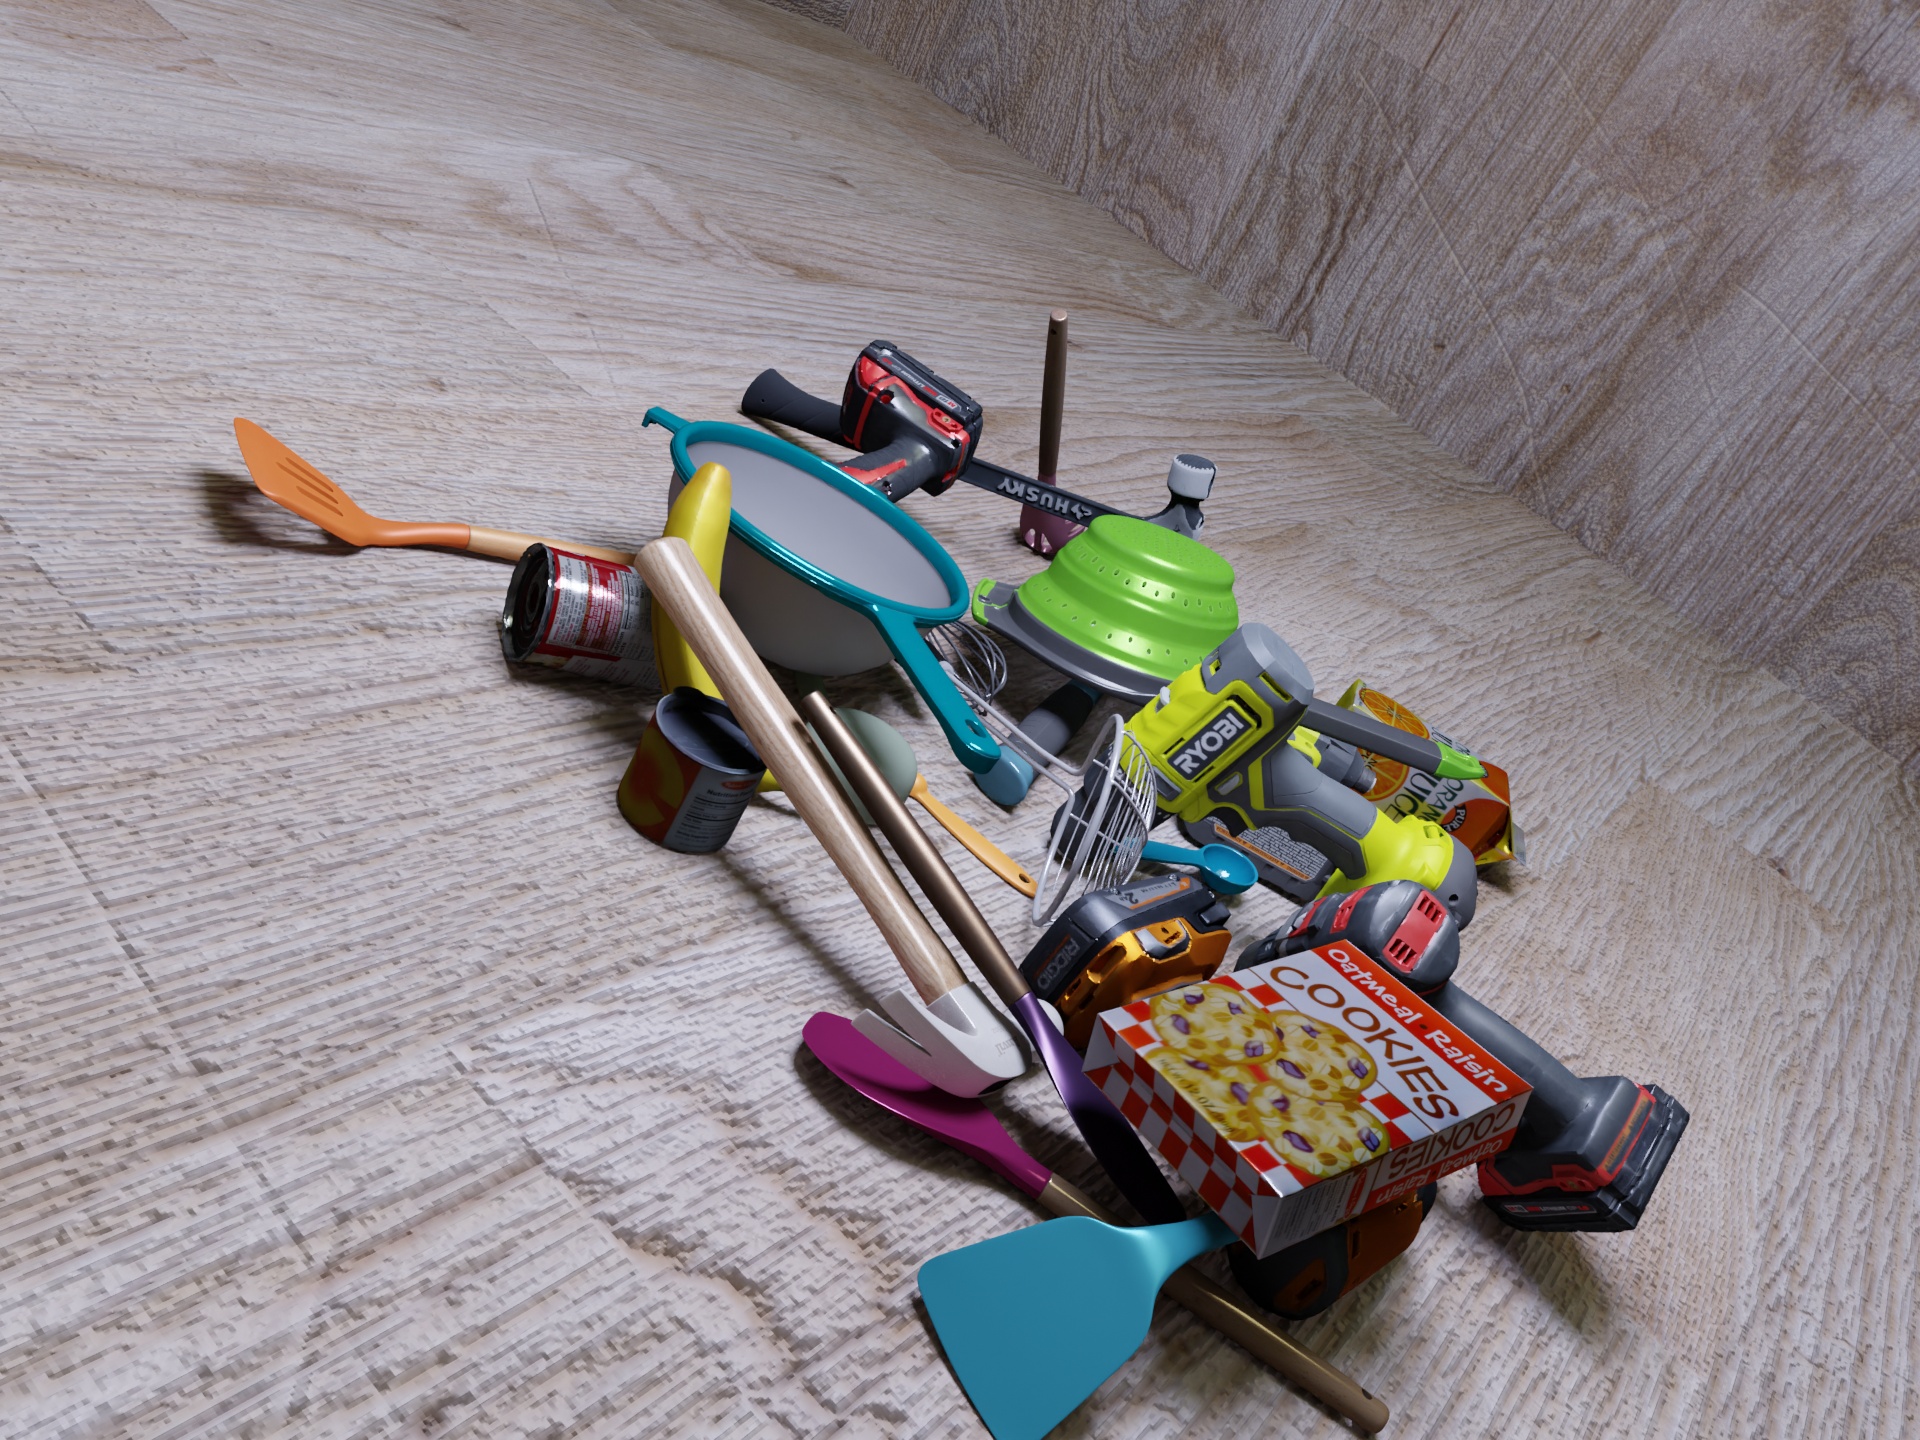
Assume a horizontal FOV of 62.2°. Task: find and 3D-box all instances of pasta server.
[{"bbox_3d":[0.076,-0.229,1.312,0.060,0.316,0.040,25,64,13],"label":"pasta server"}]

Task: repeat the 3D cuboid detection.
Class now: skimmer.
[{"bbox_3d":[-0.002,-0.003,0.988,0.090,0.127,0.364,7,23,-40],"label":"skimmer"}]

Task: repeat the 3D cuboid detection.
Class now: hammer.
[{"bbox_3d":[0.000,-0.203,1.299,0.409,0.149,0.036,22,31,17],"label":"hammer"},{"bbox_3d":[0.079,-0.012,1.164,0.128,0.033,0.331,33,26,8],"label":"hammer"},{"bbox_3d":[-0.070,0.042,0.800,0.331,0.031,0.130,55,22,13],"label":"hammer"}]

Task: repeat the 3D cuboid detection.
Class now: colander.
[{"bbox_3d":[0.209,-0.060,1.156,0.397,0.094,0.205,20,20,-2],"label":"colander"}]

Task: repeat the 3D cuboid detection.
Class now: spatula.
[{"bbox_3d":[0.013,0.115,0.774,0.316,0.018,0.059,55,17,10],"label":"spatula"},{"bbox_3d":[0.133,0.220,0.711,0.317,0.044,0.082,-10,52,-34],"label":"spatula"},{"bbox_3d":[-0.274,-0.114,0.964,0.322,0.041,0.081,8,34,-40],"label":"spatula"}]

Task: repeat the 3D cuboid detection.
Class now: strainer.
[{"bbox_3d":[-0.078,-0.055,0.965,0.210,0.095,0.341,14,29,-41],"label":"strainer"}]

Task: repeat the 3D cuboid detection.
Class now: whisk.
[{"bbox_3d":[-0.030,-0.080,1.155,0.055,0.055,0.239,11,28,-35],"label":"whisk"}]

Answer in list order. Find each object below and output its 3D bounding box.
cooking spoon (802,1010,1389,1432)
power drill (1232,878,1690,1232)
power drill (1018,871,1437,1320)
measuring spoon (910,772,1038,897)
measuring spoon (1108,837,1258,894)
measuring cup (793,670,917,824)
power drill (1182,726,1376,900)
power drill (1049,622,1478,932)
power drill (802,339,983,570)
[{"bbox_3d":[0.060,0.230,0.735,0.319,0.017,0.069,33,13,5],"label":"cooking spoon"},{"bbox_3d":[0.268,0.187,0.902,0.226,0.188,0.080,41,66,-2],"label":"power drill"},{"bbox_3d":[0.151,0.189,0.839,0.164,0.084,0.227,-4,47,-50],"label":"power drill"},{"bbox_3d":[0.007,0.068,0.971,0.117,0.011,0.021,40,28,18],"label":"measuring spoon"},{"bbox_3d":[0.137,0.096,1.061,0.128,0.021,0.042,11,32,-17],"label":"measuring spoon"},{"bbox_3d":[-0.074,-0.004,0.980,0.083,0.038,0.168,14,32,-30],"label":"measuring cup"},{"bbox_3d":[0.243,0.039,1.200,0.171,0.080,0.223,29,23,-2],"label":"power drill"},{"bbox_3d":[0.188,0.073,0.994,0.228,0.190,0.080,41,24,-12],"label":"power drill"},{"bbox_3d":[-0.093,-0.191,1.189,0.143,0.078,0.220,36,50,10],"label":"power drill"}]
